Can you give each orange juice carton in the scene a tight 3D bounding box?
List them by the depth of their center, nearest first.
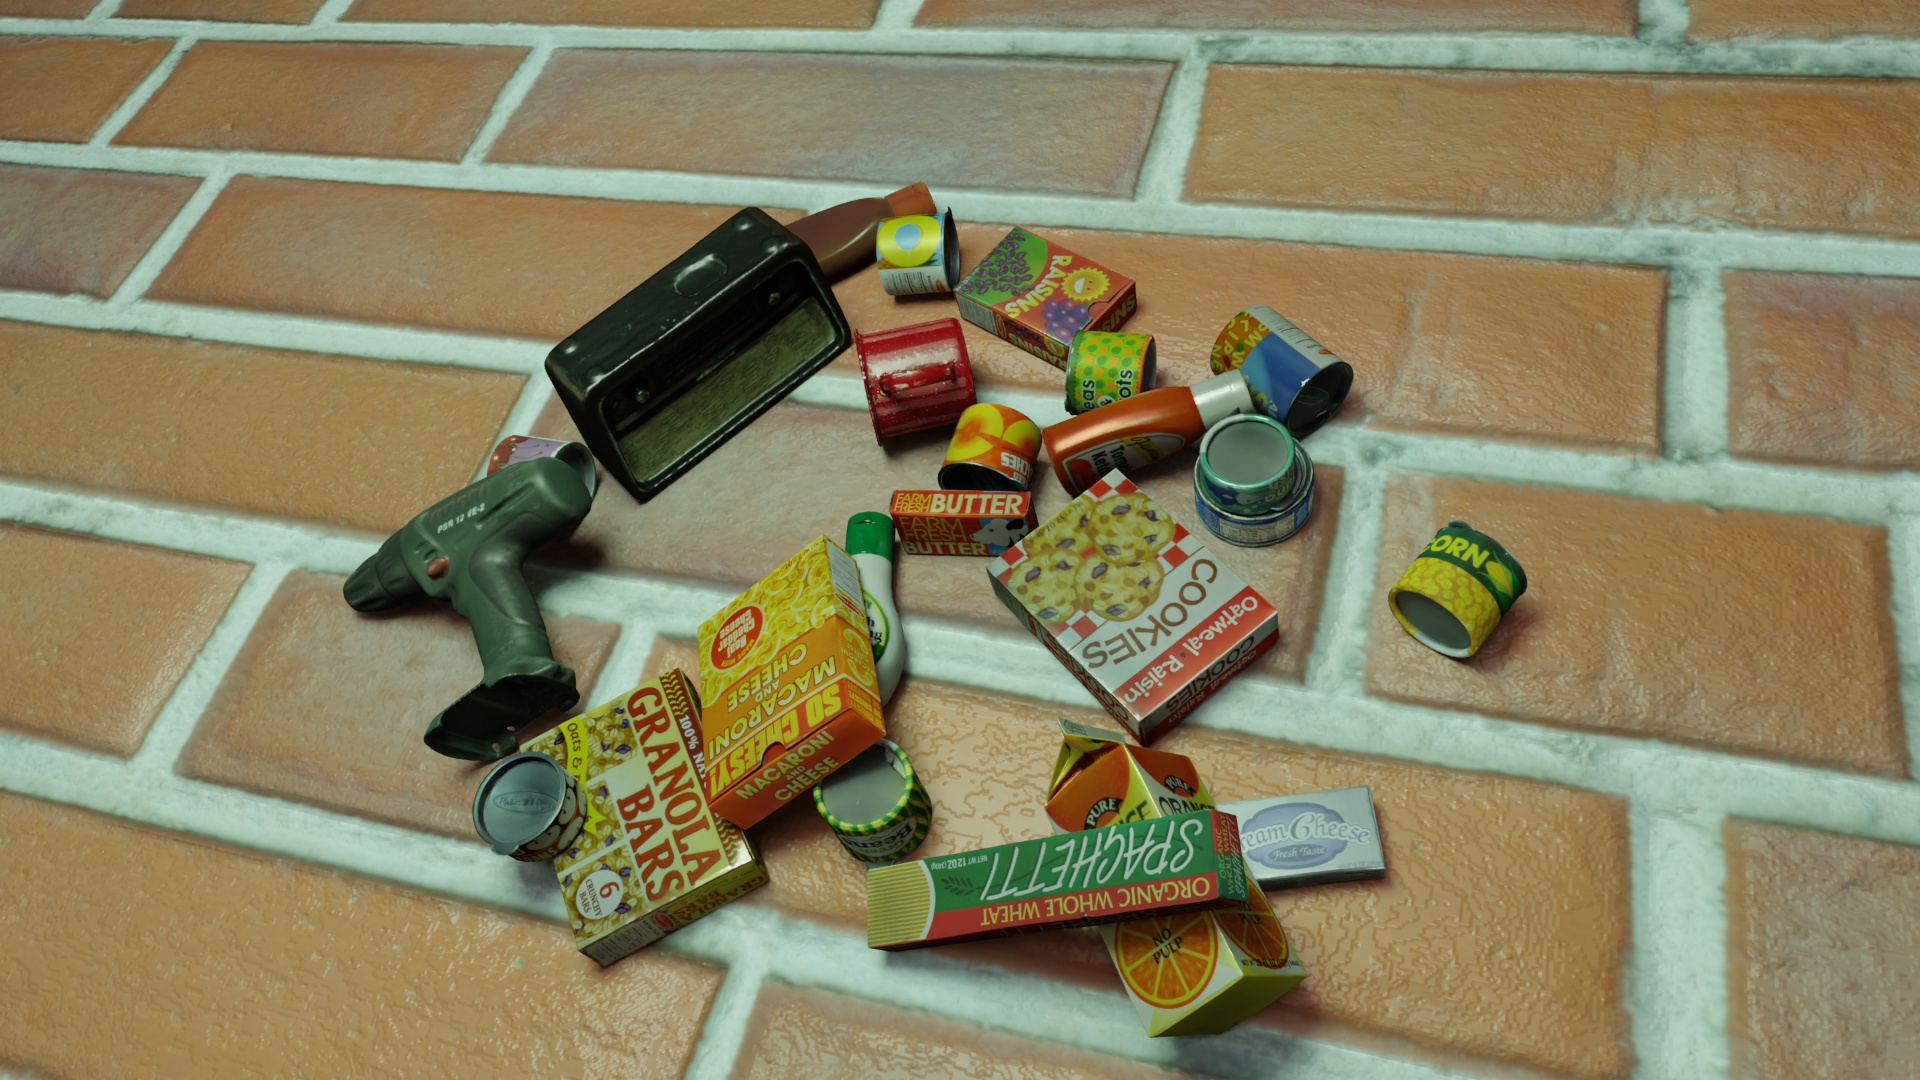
[{"bbox_3d":[0.116,0.188,0.823,0.072,0.072,0.193,-45,51,25],"label":"orange juice carton"}]

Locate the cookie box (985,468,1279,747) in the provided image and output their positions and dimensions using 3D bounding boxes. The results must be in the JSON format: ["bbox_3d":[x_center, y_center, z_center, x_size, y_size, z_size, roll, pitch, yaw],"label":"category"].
[{"bbox_3d":[0.117,0.043,0.957,0.123,0.040,0.168,-36,55,-12],"label":"cookie box"}]

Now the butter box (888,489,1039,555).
[{"bbox_3d":[0.004,-0.013,1.012,0.103,0.053,0.024,2,55,14],"label":"butter box"}]

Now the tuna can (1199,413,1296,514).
[{"bbox_3d":[0.201,-0.052,0.963,0.071,0.032,0.071,-6,55,9],"label":"tuna can"}]

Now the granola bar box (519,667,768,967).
[{"bbox_3d":[-0.216,0.182,0.939,0.124,0.039,0.166,-27,55,-5],"label":"granola bar box"}]

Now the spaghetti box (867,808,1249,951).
[{"bbox_3d":[0.047,0.199,0.803,0.249,0.028,0.050,-19,61,34],"label":"spaghetti box"}]

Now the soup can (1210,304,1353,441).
[{"bbox_3d":[0.235,-0.124,1.029,0.071,0.071,0.084,-36,55,-12],"label":"soup can"}]

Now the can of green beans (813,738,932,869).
[{"bbox_3d":[-0.056,0.168,0.900,0.071,0.057,0.071,-6,56,9],"label":"can of green beans"}]

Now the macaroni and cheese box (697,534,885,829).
[{"bbox_3d":[-0.118,0.091,0.930,0.123,0.040,0.167,-36,38,17],"label":"macaroni and cheese box"}]

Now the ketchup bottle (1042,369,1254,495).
[{"bbox_3d":[0.137,-0.082,1.011,0.149,0.064,0.044,-21,58,9],"label":"ketchup bottle"}]

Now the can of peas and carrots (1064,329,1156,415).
[{"bbox_3d":[0.115,-0.124,1.054,0.059,0.070,0.071,6,58,16],"label":"can of peas and carrots"}]

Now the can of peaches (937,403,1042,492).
[{"bbox_3d":[0.025,-0.060,1.031,0.071,0.071,0.058,8,58,18],"label":"can of peaches"}]

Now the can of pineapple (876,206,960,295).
[{"bbox_3d":[-0.035,-0.242,1.168,0.058,0.070,0.071,-2,56,12],"label":"can of pineapple"}]

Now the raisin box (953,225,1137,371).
[{"bbox_3d":[0.069,-0.197,1.131,0.123,0.040,0.086,32,68,28],"label":"raisin box"}]

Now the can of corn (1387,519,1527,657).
[{"bbox_3d":[0.320,0.032,0.899,0.071,0.071,0.058,34,70,30],"label":"can of corn"}]

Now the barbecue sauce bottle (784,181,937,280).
[{"bbox_3d":[-0.094,-0.269,1.215,0.149,0.043,0.065,-25,55,-5],"label":"barbecue sauce bottle"}]

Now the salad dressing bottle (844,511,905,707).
[{"bbox_3d":[-0.069,0.049,0.993,0.064,0.043,0.148,-7,55,15],"label":"salad dressing bottle"}]

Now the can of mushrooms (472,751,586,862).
[{"bbox_3d":[-0.284,0.178,0.914,0.071,0.033,0.071,-7,57,11],"label":"can of mushrooms"}]

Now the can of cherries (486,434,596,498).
[{"bbox_3d":[-0.334,-0.047,1.104,0.058,0.071,0.072,8,59,18],"label":"can of cherries"}]

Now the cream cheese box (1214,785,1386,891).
[{"bbox_3d":[0.203,0.184,0.850,0.104,0.024,0.053,-8,55,7],"label":"cream cheese box"}]
